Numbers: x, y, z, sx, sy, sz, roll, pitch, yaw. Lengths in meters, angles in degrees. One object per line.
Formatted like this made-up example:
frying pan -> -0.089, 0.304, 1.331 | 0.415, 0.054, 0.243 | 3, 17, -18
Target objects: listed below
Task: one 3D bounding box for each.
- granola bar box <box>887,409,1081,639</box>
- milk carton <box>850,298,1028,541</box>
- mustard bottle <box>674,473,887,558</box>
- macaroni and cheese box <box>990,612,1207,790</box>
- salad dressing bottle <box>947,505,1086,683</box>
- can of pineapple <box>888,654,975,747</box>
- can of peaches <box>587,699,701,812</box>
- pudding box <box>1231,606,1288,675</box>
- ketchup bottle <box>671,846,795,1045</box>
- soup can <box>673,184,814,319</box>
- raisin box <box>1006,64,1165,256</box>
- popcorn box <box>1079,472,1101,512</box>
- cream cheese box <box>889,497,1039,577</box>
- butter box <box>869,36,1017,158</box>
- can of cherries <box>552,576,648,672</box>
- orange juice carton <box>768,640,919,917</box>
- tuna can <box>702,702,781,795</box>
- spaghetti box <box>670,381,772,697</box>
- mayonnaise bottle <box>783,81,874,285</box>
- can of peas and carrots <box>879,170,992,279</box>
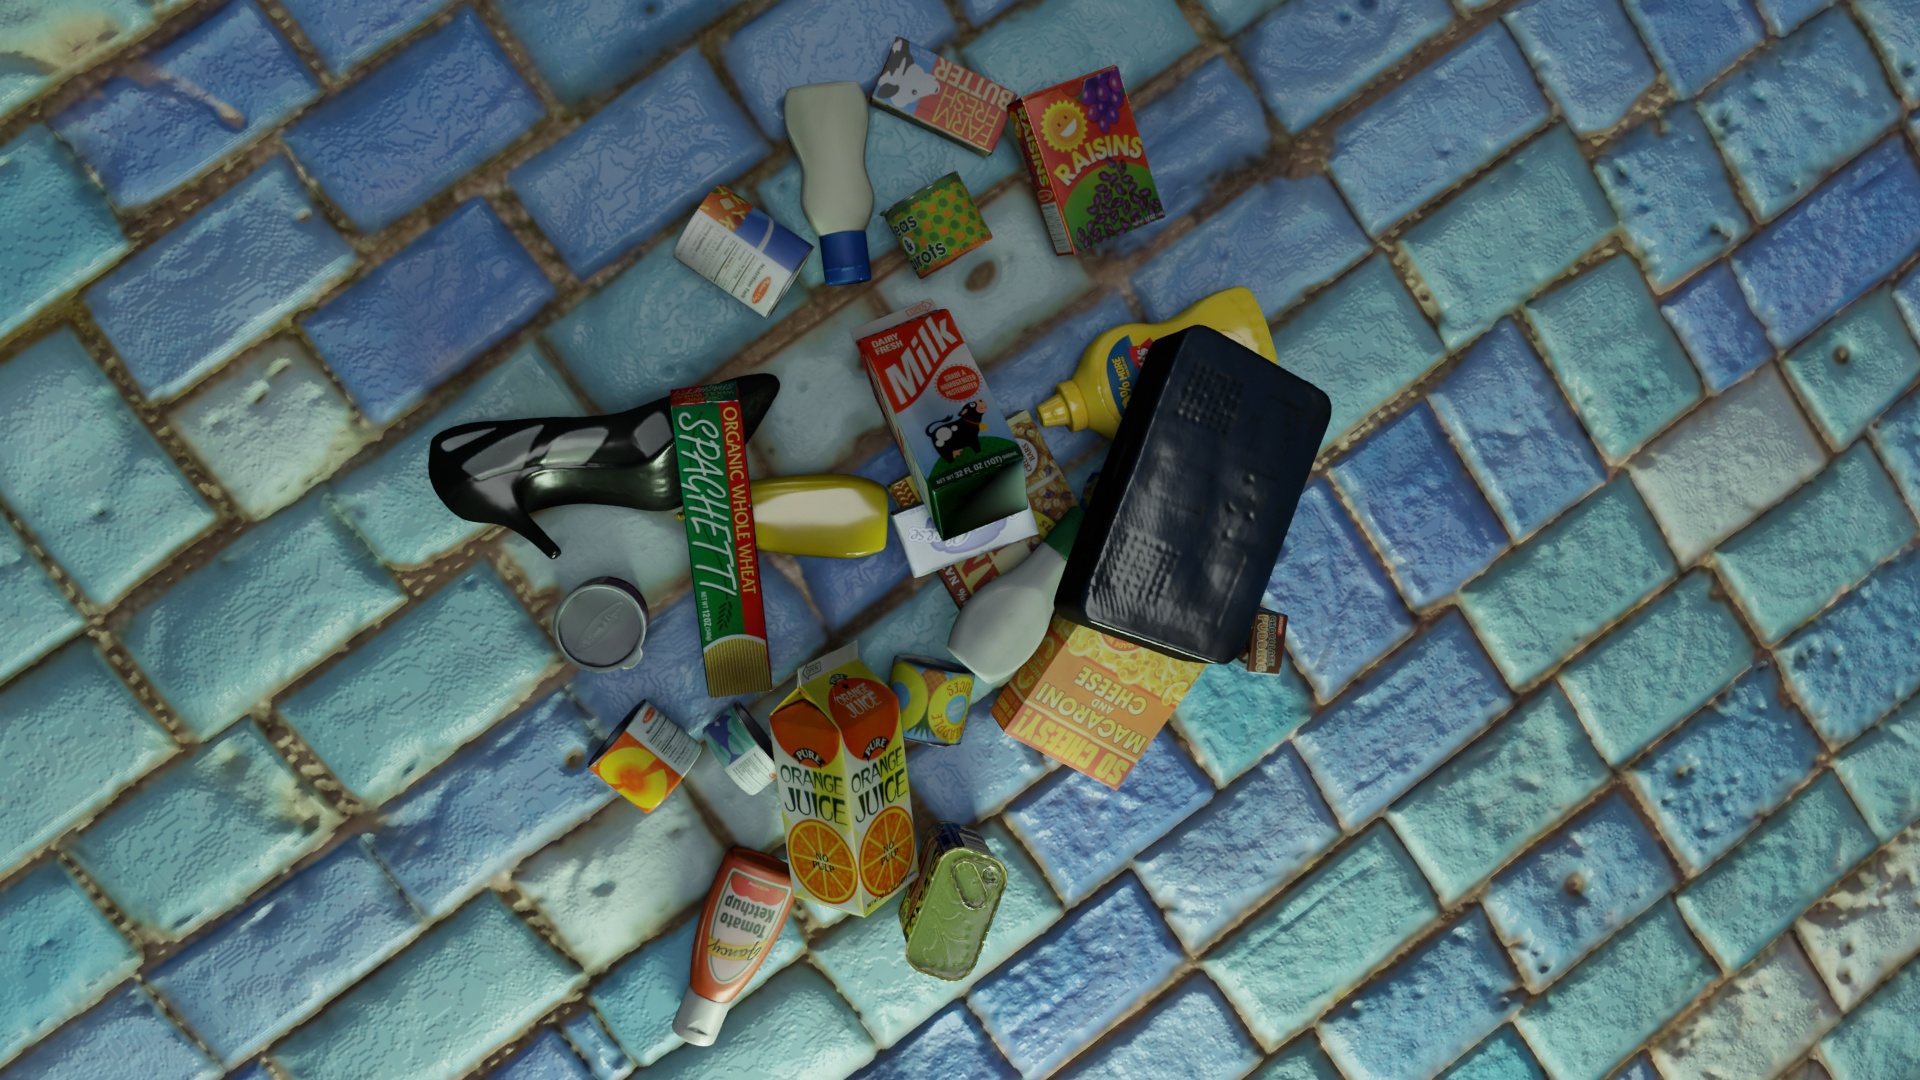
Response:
granola bar box -> 0.036, -0.003, 1.100 | 0.124, 0.039, 0.165 | -30, 99, -6
milk carton -> -0.019, -0.103, 1.042 | 0.072, 0.073, 0.191 | -22, 60, -7
mustard bottle -> -0.137, -0.020, 1.065 | 0.160, 0.049, 0.065 | 2, 98, -9
macaroni and cheese box -> 0.120, 0.100, 1.096 | 0.123, 0.040, 0.166 | 31, 98, -26
salad dressing bottle -> 0.053, 0.040, 1.063 | 0.064, 0.044, 0.148 | 41, 86, -10
can of pineapple -> -0.024, 0.124, 1.084 | 0.071, 0.071, 0.058 | 11, 93, -10
can of peaches -> -0.240, 0.165, 1.055 | 0.058, 0.071, 0.071 | 41, 87, -10
pudding box -> 0.230, 0.077, 1.114 | 0.030, 0.084, 0.049 | 7, 93, -11
ketchup bottle -> -0.180, 0.318, 1.086 | 0.065, 0.043, 0.148 | 23, 91, -10
soup can -> -0.161, -0.217, 1.040 | 0.084, 0.071, 0.071 | 33, 89, -9
raisin box -> 0.097, -0.293, 1.075 | 0.086, 0.040, 0.123 | -24, 104, -14
popcorn box -> 0.165, -0.018, 1.096 | 0.127, 0.085, 0.038 | 19, 88, -10
cream cheese box -> 0.004, -0.013, 1.060 | 0.104, 0.024, 0.053 | -20, 99, -7
butter box -> -0.013, -0.342, 1.074 | 0.103, 0.024, 0.053 | 22, 91, -10
can of cherries -> -0.268, 0.064, 1.046 | 0.071, 0.058, 0.071 | -1, 94, -10
orange juice carton -> -0.089, 0.176, 1.049 | 0.072, 0.073, 0.192 | -24, 113, -51
tuna can -> -0.167, 0.158, 1.067 | 0.033, 0.071, 0.071 | -37, 99, -3
spaghetti box -> -0.175, 0.005, 1.025 | 0.050, 0.029, 0.248 | -7, 118, -9
mayonnaise bottle -> -0.095, -0.270, 1.058 | 0.065, 0.041, 0.148 | -8, 97, -7
can of peas and carrots -> -0.019, -0.239, 1.058 | 0.071, 0.071, 0.058 | -31, 99, -6
